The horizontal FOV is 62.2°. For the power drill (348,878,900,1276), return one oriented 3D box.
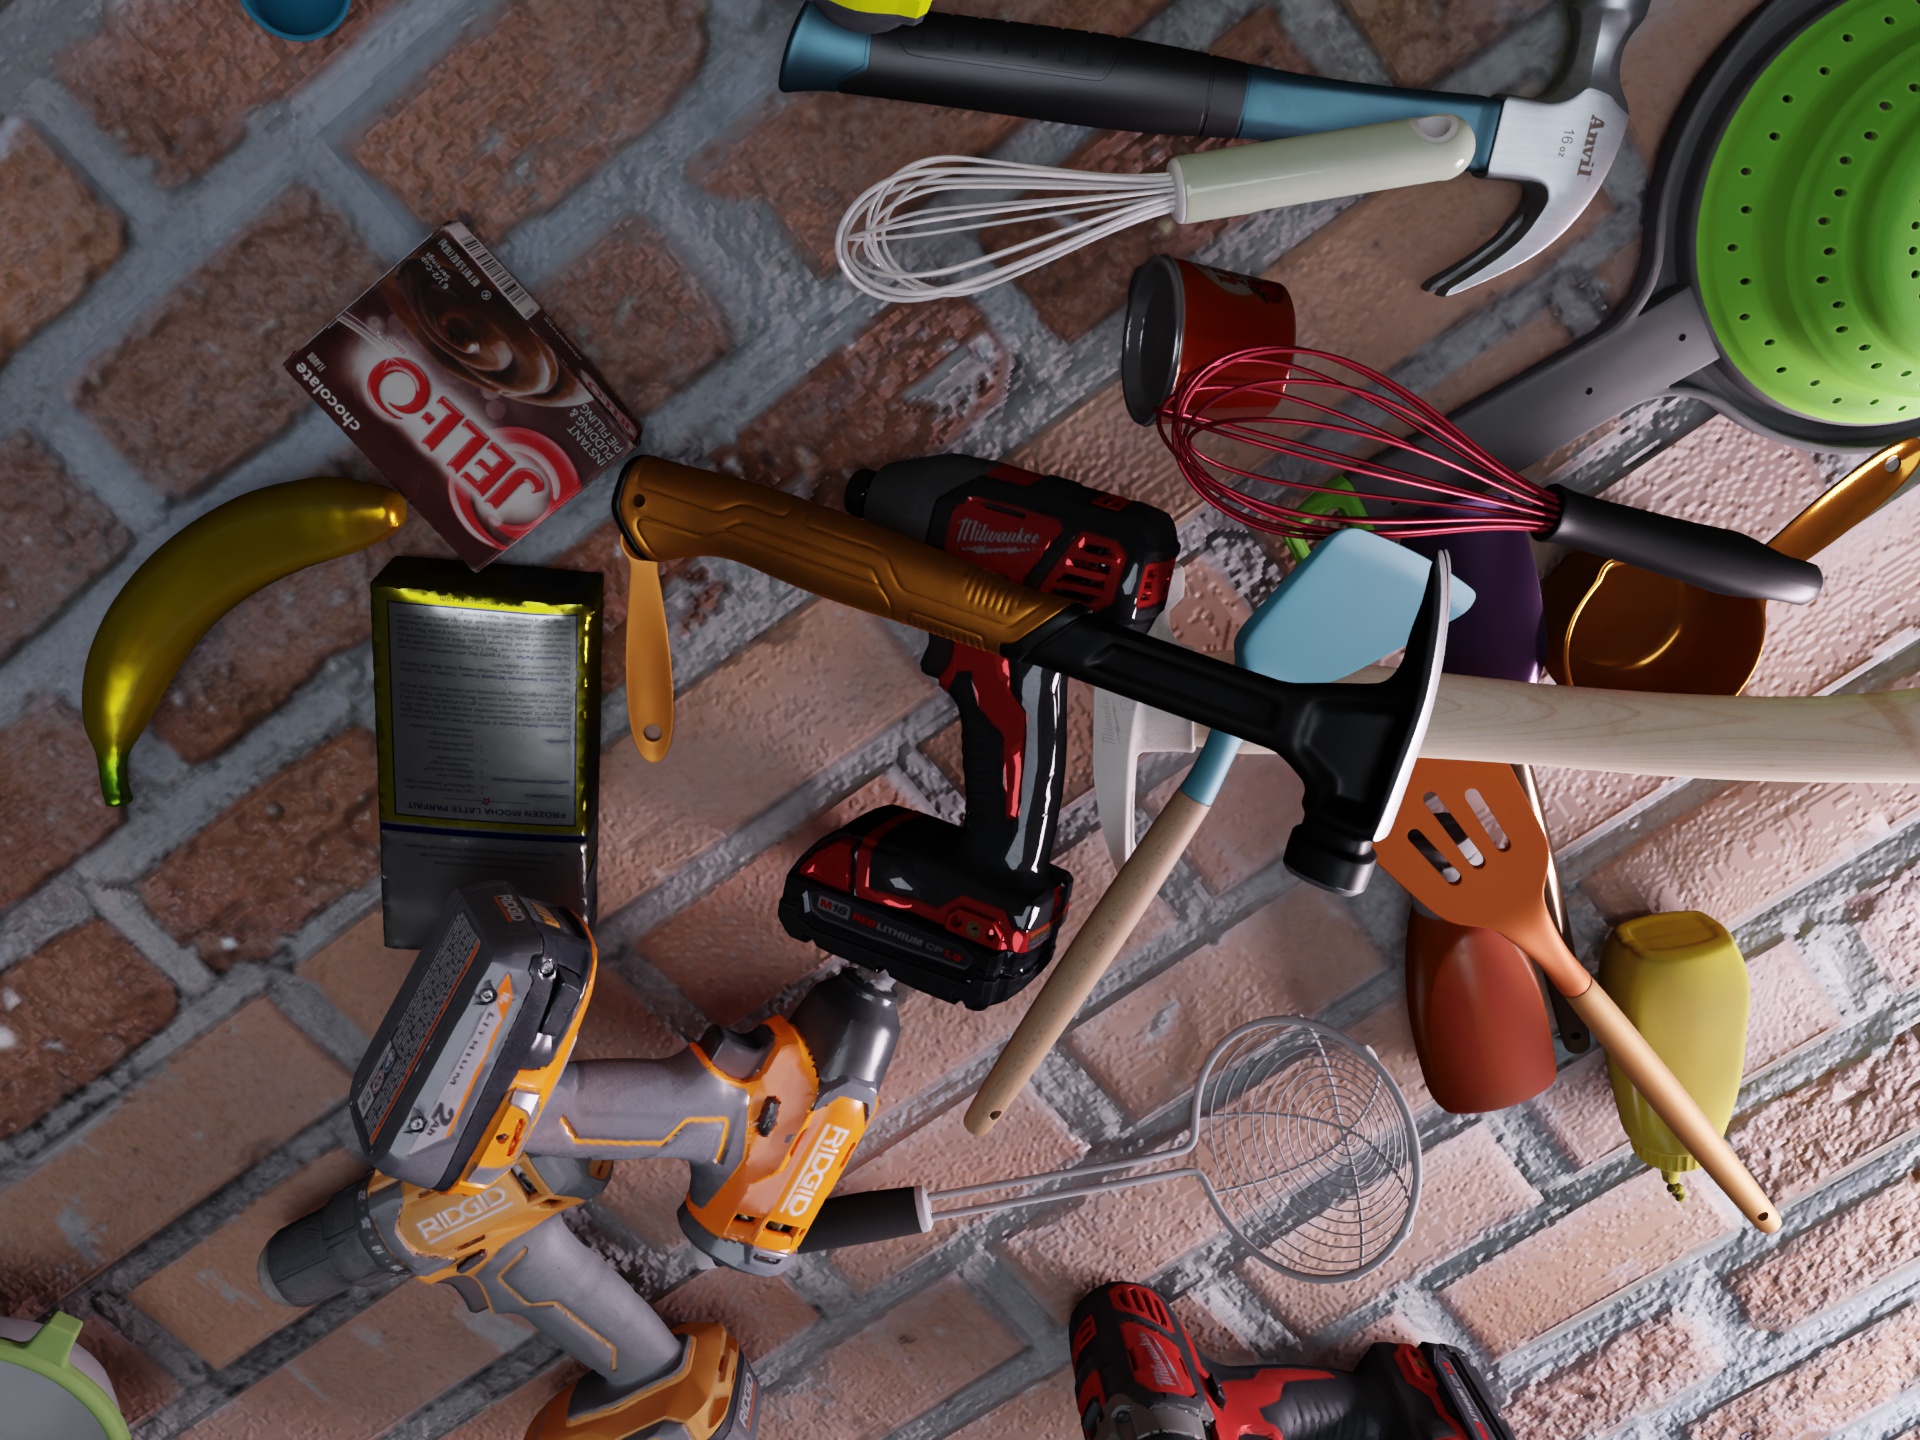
[{"bbox_3d":[-0.132,0.151,0.715,0.226,0.084,0.164,27,93,-35],"label":"power drill"}]

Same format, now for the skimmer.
[{"bbox_3d":[0.037,0.232,0.780,0.363,0.090,0.127,-11,80,5],"label":"skimmer"}]

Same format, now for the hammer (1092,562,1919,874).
[{"bbox_3d":[0.259,0.012,0.659,0.410,0.038,0.146,3,103,14],"label":"hammer"}]

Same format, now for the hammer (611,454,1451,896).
[{"bbox_3d":[0.013,-0.050,0.611,0.337,0.034,0.127,20,105,18],"label":"hammer"}]

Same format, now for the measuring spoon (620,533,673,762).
[{"bbox_3d":[-0.139,-0.035,0.709,0.021,0.011,0.116,1,115,-2],"label":"measuring spoon"}]

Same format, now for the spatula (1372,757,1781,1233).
[{"bbox_3d":[0.296,0.133,0.739,0.081,0.041,0.322,-38,110,13],"label":"spatula"}]

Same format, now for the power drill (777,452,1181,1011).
[{"bbox_3d":[-0.001,-0.002,0.680,0.143,0.078,0.219,19,107,19],"label":"power drill"}]

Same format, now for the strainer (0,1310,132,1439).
[{"bbox_3d":[-0.480,0.403,0.835,0.151,0.069,0.256,-13,112,0],"label":"strainer"}]

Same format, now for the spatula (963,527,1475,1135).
[{"bbox_3d":[0.088,0.058,0.661,0.082,0.044,0.317,20,110,-34],"label":"spatula"}]

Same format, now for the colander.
[{"bbox_3d":[0.316,-0.158,0.634,0.397,0.095,0.204,-30,110,9],"label":"colander"}]

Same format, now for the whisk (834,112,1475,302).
[{"bbox_3d":[0.074,-0.198,0.601,0.246,0.058,0.059,-10,144,-2],"label":"whisk"}]

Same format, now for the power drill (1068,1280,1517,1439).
[{"bbox_3d":[0.170,0.377,0.795,0.226,0.188,0.080,16,109,-13],"label":"power drill"}]

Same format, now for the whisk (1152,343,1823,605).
[{"bbox_3d":[0.212,-0.086,0.622,0.295,0.073,0.073,12,111,-14],"label":"whisk"}]

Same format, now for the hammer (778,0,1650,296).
[{"bbox_3d":[0.096,-0.246,0.622,0.331,0.033,0.128,6,110,-5],"label":"hammer"}]

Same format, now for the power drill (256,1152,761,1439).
[{"bbox_3d":[-0.226,0.305,0.804,0.185,0.084,0.226,-26,106,7],"label":"power drill"}]

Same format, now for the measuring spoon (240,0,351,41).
[{"bbox_3d":[-0.223,-0.311,0.593,0.042,0.021,0.128,36,97,-16],"label":"measuring spoon"}]

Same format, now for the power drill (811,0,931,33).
[{"bbox_3d":[-0.011,-0.343,0.502,0.080,0.171,0.223,11,93,-7],"label":"power drill"}]

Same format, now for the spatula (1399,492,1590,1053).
[{"bbox_3d":[0.257,0.037,0.733,0.060,0.018,0.315,-12,120,22],"label":"spatula"}]

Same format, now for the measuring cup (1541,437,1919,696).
[{"bbox_3d":[0.331,-0.069,0.695,0.173,0.052,0.095,-40,108,10],"label":"measuring cup"}]
